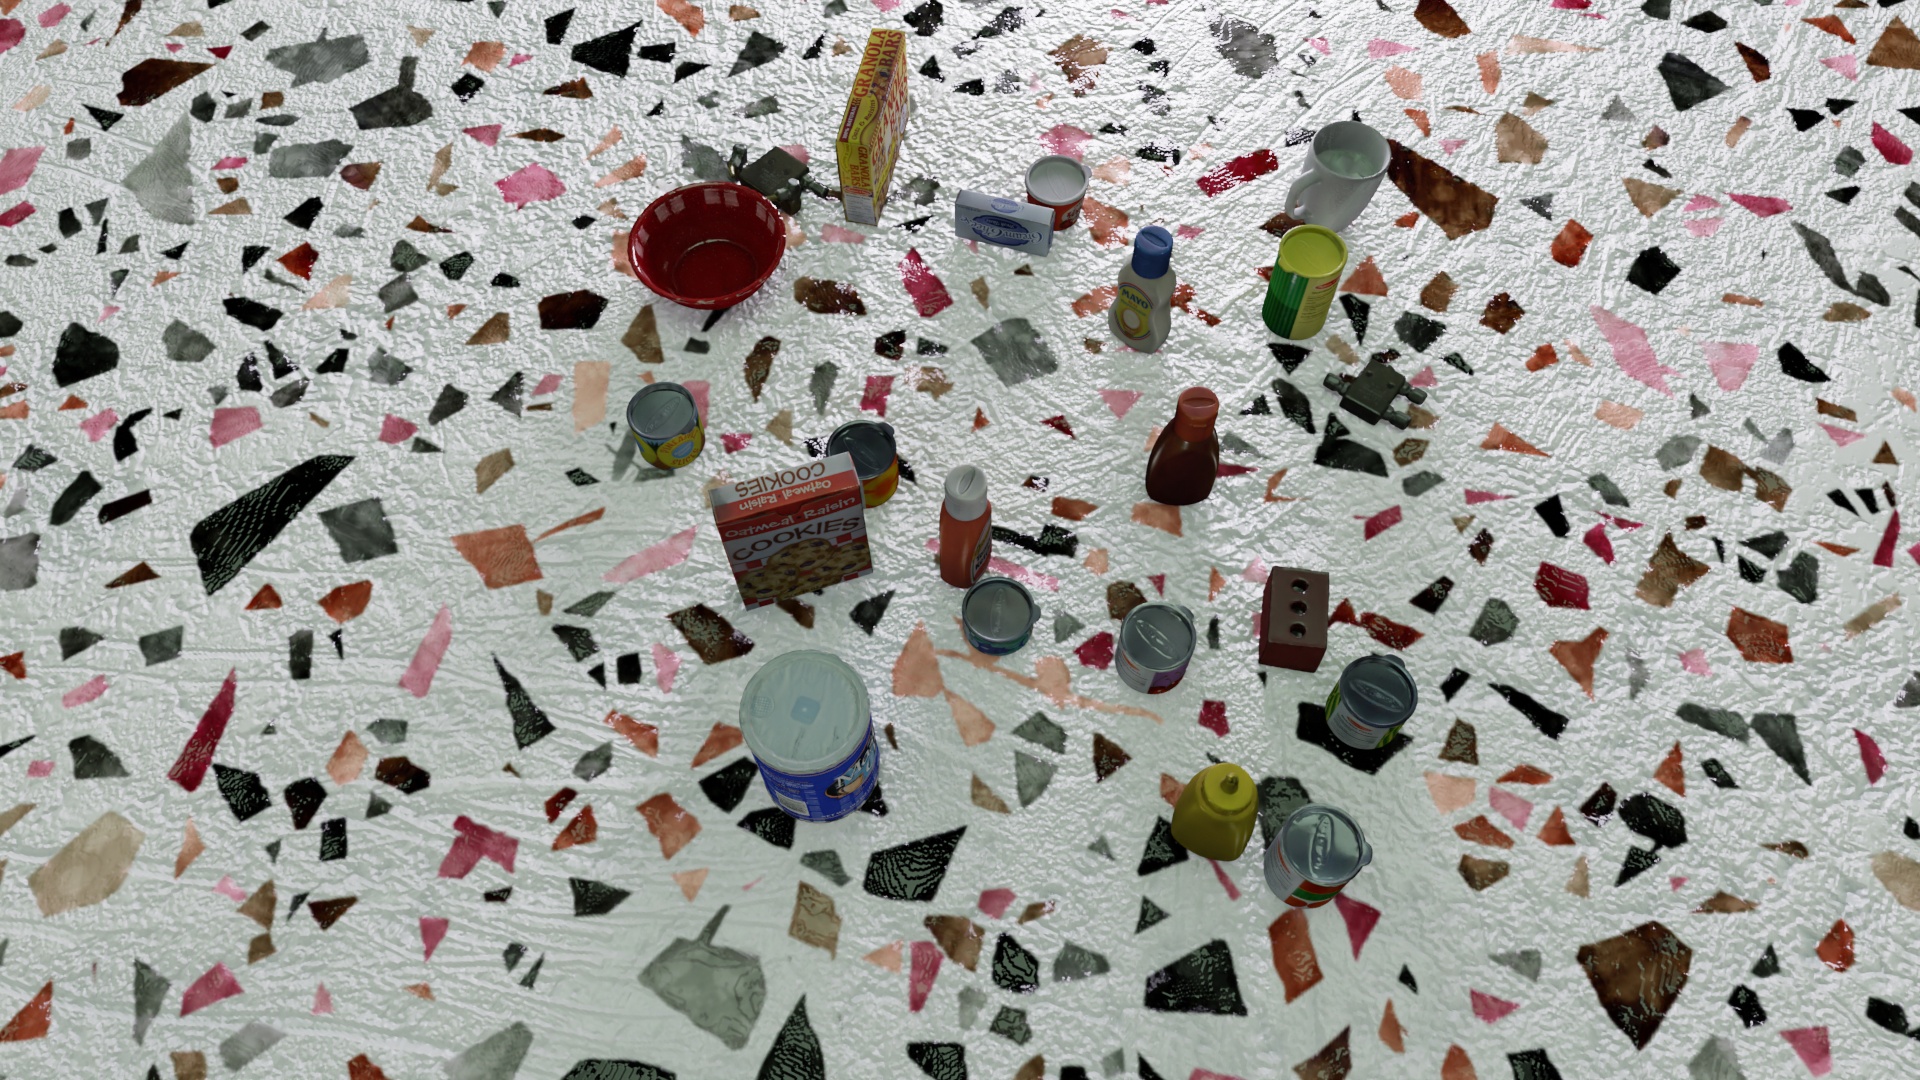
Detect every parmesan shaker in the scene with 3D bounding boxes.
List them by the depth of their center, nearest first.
[{"bbox_3d":[0.339,-0.254,1.384,0.071,0.102,0.071,0,62,0],"label":"parmesan shaker"}]

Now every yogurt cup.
[{"bbox_3d":[0.101,-0.366,1.473,0.072,0.053,0.073,0,62,0],"label":"yogurt cup"}]

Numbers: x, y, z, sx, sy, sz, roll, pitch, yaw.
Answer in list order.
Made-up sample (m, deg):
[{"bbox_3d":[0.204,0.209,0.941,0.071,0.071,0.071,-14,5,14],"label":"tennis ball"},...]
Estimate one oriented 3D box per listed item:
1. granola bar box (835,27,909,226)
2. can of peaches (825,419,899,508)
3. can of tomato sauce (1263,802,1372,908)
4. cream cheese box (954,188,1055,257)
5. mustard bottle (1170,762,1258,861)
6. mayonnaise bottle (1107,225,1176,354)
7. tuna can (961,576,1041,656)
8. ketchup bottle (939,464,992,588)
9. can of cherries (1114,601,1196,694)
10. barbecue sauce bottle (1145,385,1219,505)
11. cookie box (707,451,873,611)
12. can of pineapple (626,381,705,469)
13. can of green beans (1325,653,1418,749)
[{"bbox_3d":[-0.092,-0.438,1.473,0.039,0.123,0.166,10,62,6],"label":"granola bar box"},{"bbox_3d":[-0.090,-0.073,1.314,0.071,0.057,0.071,0,62,0],"label":"can of peaches"},{"bbox_3d":[0.286,0.256,1.122,0.071,0.082,0.071,0,62,0],"label":"can of tomato sauce"},{"bbox_3d":[0.046,-0.332,1.455,0.104,0.053,0.024,14,63,8],"label":"cream cheese box"},{"bbox_3d":[0.207,0.211,1.103,0.065,0.159,0.049,21,64,11],"label":"mustard bottle"},{"bbox_3d":[0.180,-0.246,1.355,0.065,0.147,0.041,36,68,18],"label":"mayonnaise bottle"},{"bbox_3d":[0.037,0.069,1.252,0.071,0.032,0.071,0,62,0],"label":"tuna can"},{"bbox_3d":[0.004,-0.015,1.232,0.043,0.148,0.065,20,64,11],"label":"ketchup bottle"},{"bbox_3d":[0.173,0.094,1.223,0.071,0.058,0.072,0,62,0],"label":"can of cherries"},{"bbox_3d":[0.207,-0.085,1.268,0.065,0.148,0.044,0,62,0],"label":"barbecue sauce bottle"},{"bbox_3d":[-0.145,-0.005,1.216,0.123,0.166,0.040,-17,63,-8],"label":"cookie box"},{"bbox_3d":[-0.281,-0.108,1.335,0.071,0.057,0.071,0,62,0],"label":"can of pineapple"},{"bbox_3d":[0.353,0.140,1.197,0.071,0.057,0.071,0,62,0],"label":"can of green beans"}]
